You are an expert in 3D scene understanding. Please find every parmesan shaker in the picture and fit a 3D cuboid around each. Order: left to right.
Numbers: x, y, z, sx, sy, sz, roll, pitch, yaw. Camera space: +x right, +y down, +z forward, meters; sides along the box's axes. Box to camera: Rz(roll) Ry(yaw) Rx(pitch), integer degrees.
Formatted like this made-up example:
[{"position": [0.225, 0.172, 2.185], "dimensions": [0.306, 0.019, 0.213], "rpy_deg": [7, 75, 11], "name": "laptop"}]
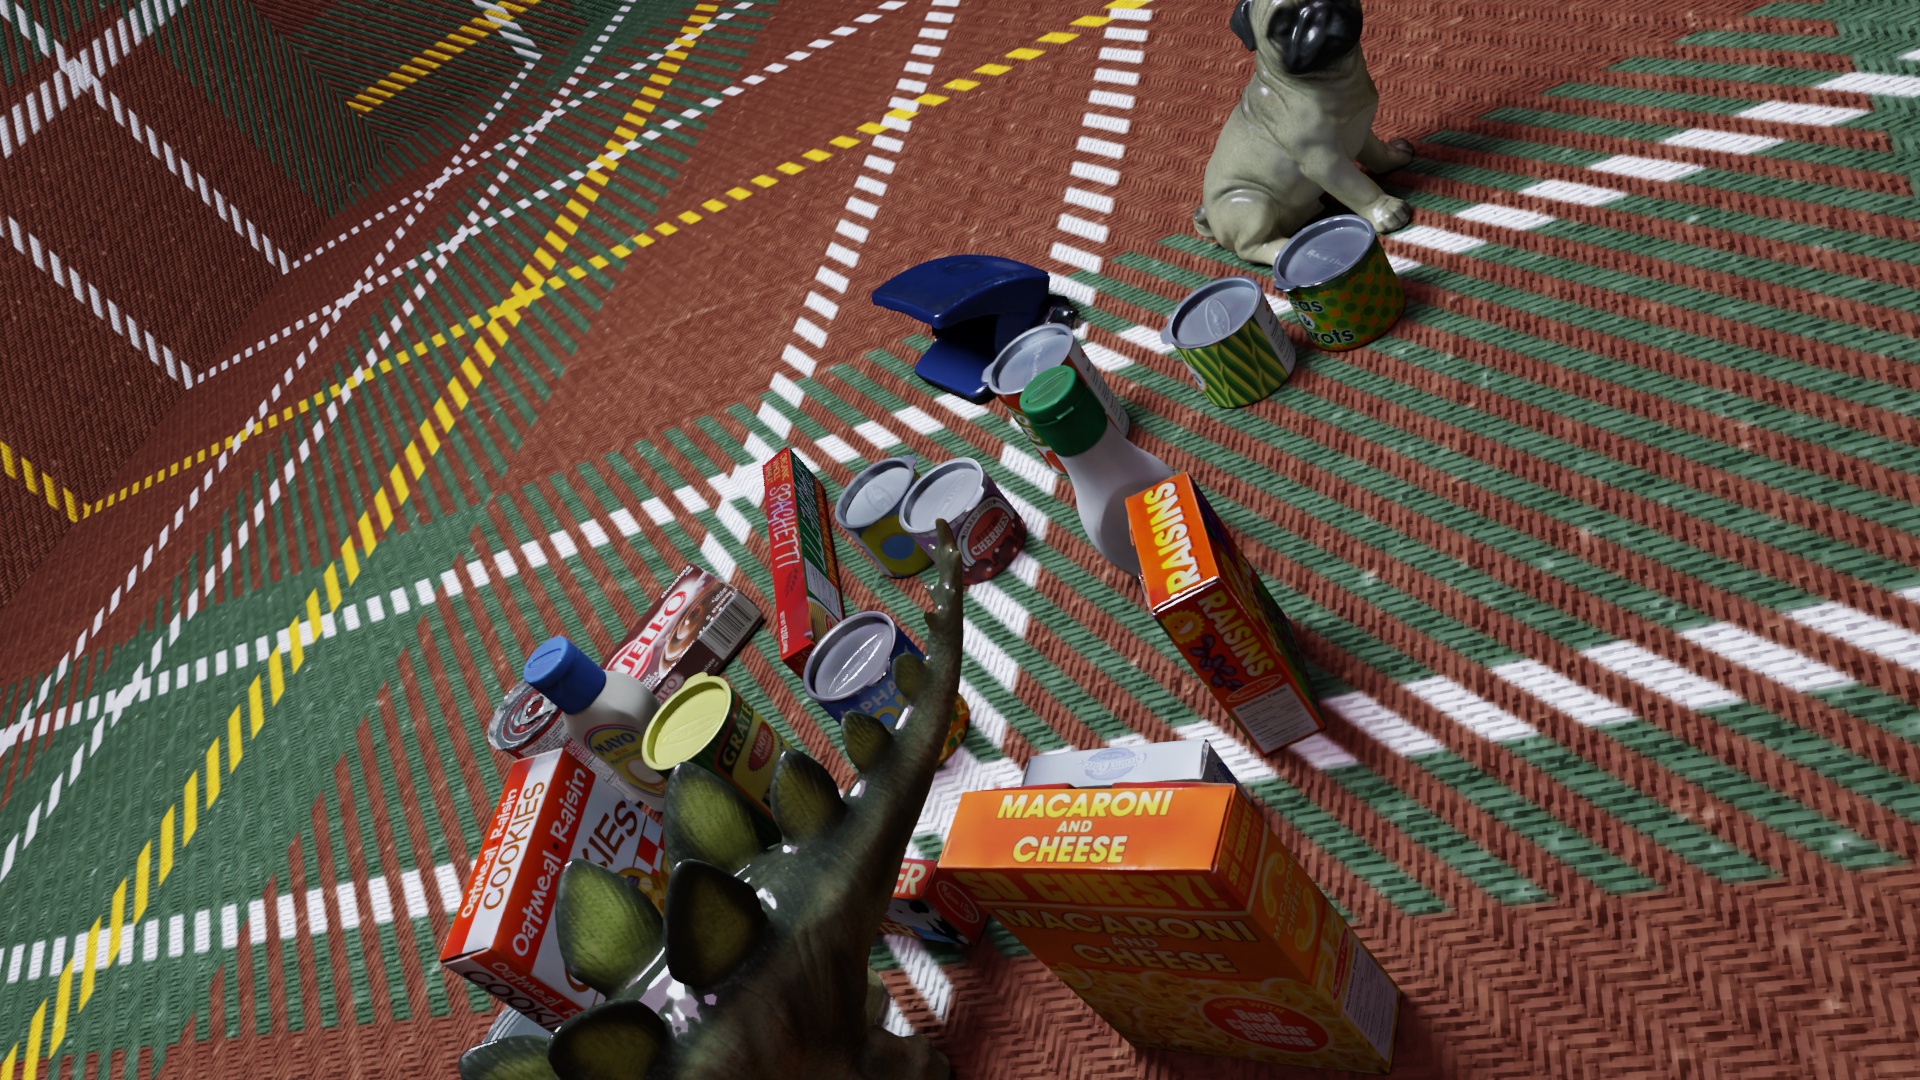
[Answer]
[{"position": [-0.135, 0.138, 0.850], "dimensions": [0.071, 0.102, 0.072], "rpy_deg": [-25, 37, 21], "name": "parmesan shaker"}]

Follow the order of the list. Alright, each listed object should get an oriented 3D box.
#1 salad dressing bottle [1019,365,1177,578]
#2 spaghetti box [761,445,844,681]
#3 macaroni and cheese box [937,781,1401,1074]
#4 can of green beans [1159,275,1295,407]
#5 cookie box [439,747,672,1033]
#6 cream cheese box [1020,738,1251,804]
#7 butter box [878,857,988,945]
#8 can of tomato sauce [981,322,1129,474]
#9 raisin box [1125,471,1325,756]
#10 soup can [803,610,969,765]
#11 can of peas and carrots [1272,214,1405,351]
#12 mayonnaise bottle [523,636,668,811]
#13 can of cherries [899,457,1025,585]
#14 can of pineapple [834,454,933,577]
[{"position": [0.087, -0.038, 0.803], "dimensions": [0.064, 0.147, 0.044], "rpy_deg": [-36, 34, 6], "name": "salad dressing bottle"}, {"position": [-0.114, 0.016, 1.016], "dimensions": [0.028, 0.050, 0.251], "rpy_deg": [-32, 35, 11], "name": "spaghetti box"}, {"position": [0.087, 0.157, 0.563], "dimensions": [0.123, 0.166, 0.040], "rpy_deg": [-9, 44, 37], "name": "macaroni and cheese box"}, {"position": [0.176, -0.129, 0.902], "dimensions": [0.071, 0.057, 0.071], "rpy_deg": [-25, 37, 20], "name": "can of green beans"}, {"position": [-0.194, 0.212, 0.764], "dimensions": [0.040, 0.167, 0.123], "rpy_deg": [-22, 38, 25], "name": "cookie box"}, {"position": [0.088, 0.127, 0.697], "dimensions": [0.103, 0.053, 0.024], "rpy_deg": [-12, 43, 34], "name": "cream cheese box"}, {"position": [-0.040, 0.190, 0.745], "dimensions": [0.103, 0.053, 0.024], "rpy_deg": [-5, 47, 40], "name": "butter box"}, {"position": [0.066, -0.094, 0.945], "dimensions": [0.071, 0.083, 0.071], "rpy_deg": [-25, 37, 21], "name": "can of tomato sauce"}, {"position": [0.132, 0.037, 0.697], "dimensions": [0.040, 0.123, 0.086], "rpy_deg": [-27, 36, 18], "name": "raisin box"}, {"position": [-0.042, 0.094, 0.830], "dimensions": [0.071, 0.083, 0.072], "rpy_deg": [-25, 37, 21], "name": "soup can"}, {"position": [0.239, -0.161, 0.880], "dimensions": [0.071, 0.058, 0.071], "rpy_deg": [-25, 37, 20], "name": "can of peas and carrots"}, {"position": [-0.222, 0.121, 0.911], "dimensions": [0.064, 0.147, 0.041], "rpy_deg": [-25, 37, 21], "name": "mayonnaise bottle"}, {"position": [0.003, -0.012, 0.931], "dimensions": [0.071, 0.058, 0.072], "rpy_deg": [-25, 37, 20], "name": "can of cherries"}, {"position": [-0.044, -0.017, 0.981], "dimensions": [0.071, 0.057, 0.071], "rpy_deg": [-25, 37, 20], "name": "can of pineapple"}]
